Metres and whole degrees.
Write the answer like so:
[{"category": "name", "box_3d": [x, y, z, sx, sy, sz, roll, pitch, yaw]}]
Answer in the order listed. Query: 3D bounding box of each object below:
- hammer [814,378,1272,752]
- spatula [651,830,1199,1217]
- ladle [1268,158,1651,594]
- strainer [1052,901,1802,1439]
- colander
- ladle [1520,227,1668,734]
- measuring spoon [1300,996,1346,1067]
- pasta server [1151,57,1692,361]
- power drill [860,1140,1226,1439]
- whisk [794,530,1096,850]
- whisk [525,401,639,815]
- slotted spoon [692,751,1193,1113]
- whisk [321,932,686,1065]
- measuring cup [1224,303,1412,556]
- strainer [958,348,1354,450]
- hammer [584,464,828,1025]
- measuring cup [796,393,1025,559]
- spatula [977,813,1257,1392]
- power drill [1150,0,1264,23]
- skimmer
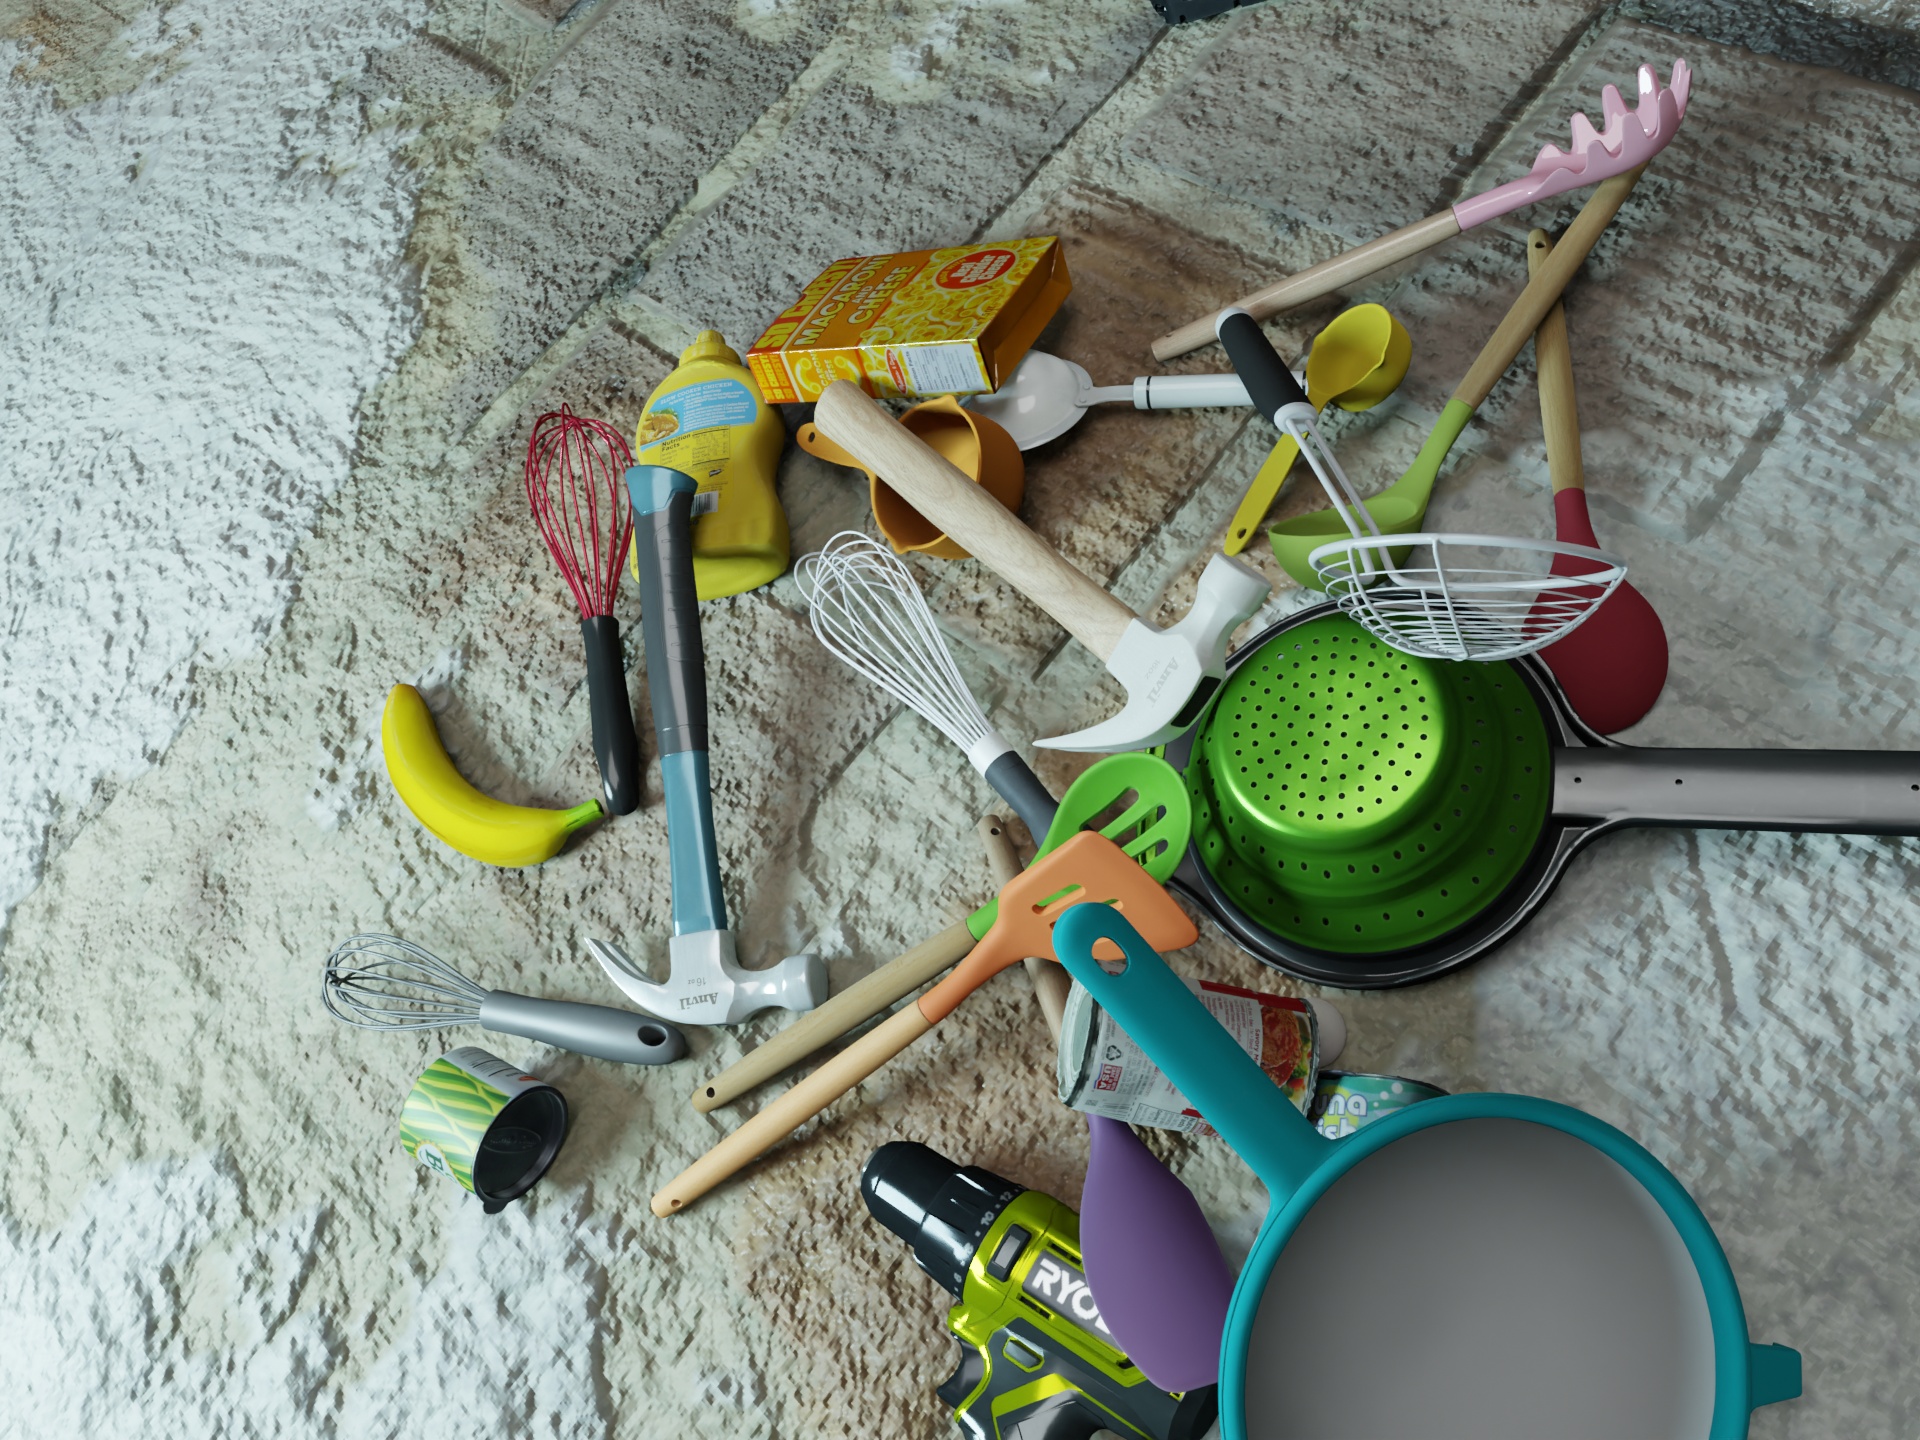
[{"category": "hammer", "box_3d": [0.016, -0.097, 0.844, 0.332, 0.031, 0.130, 43, 112, 39]}, {"category": "spatula", "box_3d": [-0.034, 0.159, 0.770, 0.322, 0.081, 0.041, -38, 22, 16]}, {"category": "ladle", "box_3d": [0.276, -0.196, 0.851, 0.320, 0.062, 0.078, -54, 27, -8]}, {"category": "strainer", "box_3d": [0.147, 0.200, 0.625, 0.211, 0.095, 0.340, -42, 92, -10]}, {"category": "colander", "box_3d": [0.257, 0.018, 0.716, 0.397, 0.094, 0.205, 0, 71, 26]}, {"category": "ladle", "box_3d": [0.320, -0.139, 0.838, 0.069, 0.031, 0.316, -5, 61, 19]}, {"category": "measuring spoon", "box_3d": [0.122, 0.153, 0.765, 0.124, 0.018, 0.034, -10, 62, 16]}, {"category": "pasta server", "box_3d": [0.251, -0.278, 0.897, 0.316, 0.040, 0.060, -20, 29, 23]}, {"category": "power drill", "box_3d": [-0.008, 0.314, 0.698, 0.191, 0.080, 0.228, 25, 72, 28]}, {"category": "whisk", "box_3d": [-0.002, -0.003, 0.870, 0.070, 0.070, 0.285, -39, 62, -2]}, {"category": "whisk", "box_3d": [-0.227, -0.076, 0.992, 0.073, 0.073, 0.296, -19, 64, 11]}, {"category": "slotted spoon", "box_3d": [-0.014, 0.117, 0.799, 0.313, 0.031, 0.070, -34, 66, 15]}, {"category": "whisk", "box_3d": [-0.259, 0.160, 0.891, 0.239, 0.055, 0.055, 8, 67, 19]}, {"category": "measuring cup", "box_3d": [0.196, -0.155, 0.881, 0.156, 0.029, 0.062, -60, 32, 10]}, {"category": "strainer", "box_3d": [0.101, -0.196, 0.941, 0.258, 0.050, 0.087, 2, 52, 18]}, {"category": "hammer", "box_3d": [-0.155, 0.007, 0.897, 0.128, 0.033, 0.331, -13, 73, 14]}, {"category": "measuring cup", "box_3d": [-0.031, -0.151, 0.957, 0.174, 0.052, 0.095, 26, 101, 44]}, {"category": "spatula", "box_3d": [0.055, 0.161, 0.749, 0.059, 0.018, 0.316, -12, 46, -9]}, {"category": "power drill", "box_3d": [0.199, -0.598, 1.090, 0.188, 0.080, 0.227, -9, 58, 15]}, {"category": "skimmer", "box_3d": [0.192, -0.143, 0.769, 0.127, 0.090, 0.364, 5, 37, -14]}]
